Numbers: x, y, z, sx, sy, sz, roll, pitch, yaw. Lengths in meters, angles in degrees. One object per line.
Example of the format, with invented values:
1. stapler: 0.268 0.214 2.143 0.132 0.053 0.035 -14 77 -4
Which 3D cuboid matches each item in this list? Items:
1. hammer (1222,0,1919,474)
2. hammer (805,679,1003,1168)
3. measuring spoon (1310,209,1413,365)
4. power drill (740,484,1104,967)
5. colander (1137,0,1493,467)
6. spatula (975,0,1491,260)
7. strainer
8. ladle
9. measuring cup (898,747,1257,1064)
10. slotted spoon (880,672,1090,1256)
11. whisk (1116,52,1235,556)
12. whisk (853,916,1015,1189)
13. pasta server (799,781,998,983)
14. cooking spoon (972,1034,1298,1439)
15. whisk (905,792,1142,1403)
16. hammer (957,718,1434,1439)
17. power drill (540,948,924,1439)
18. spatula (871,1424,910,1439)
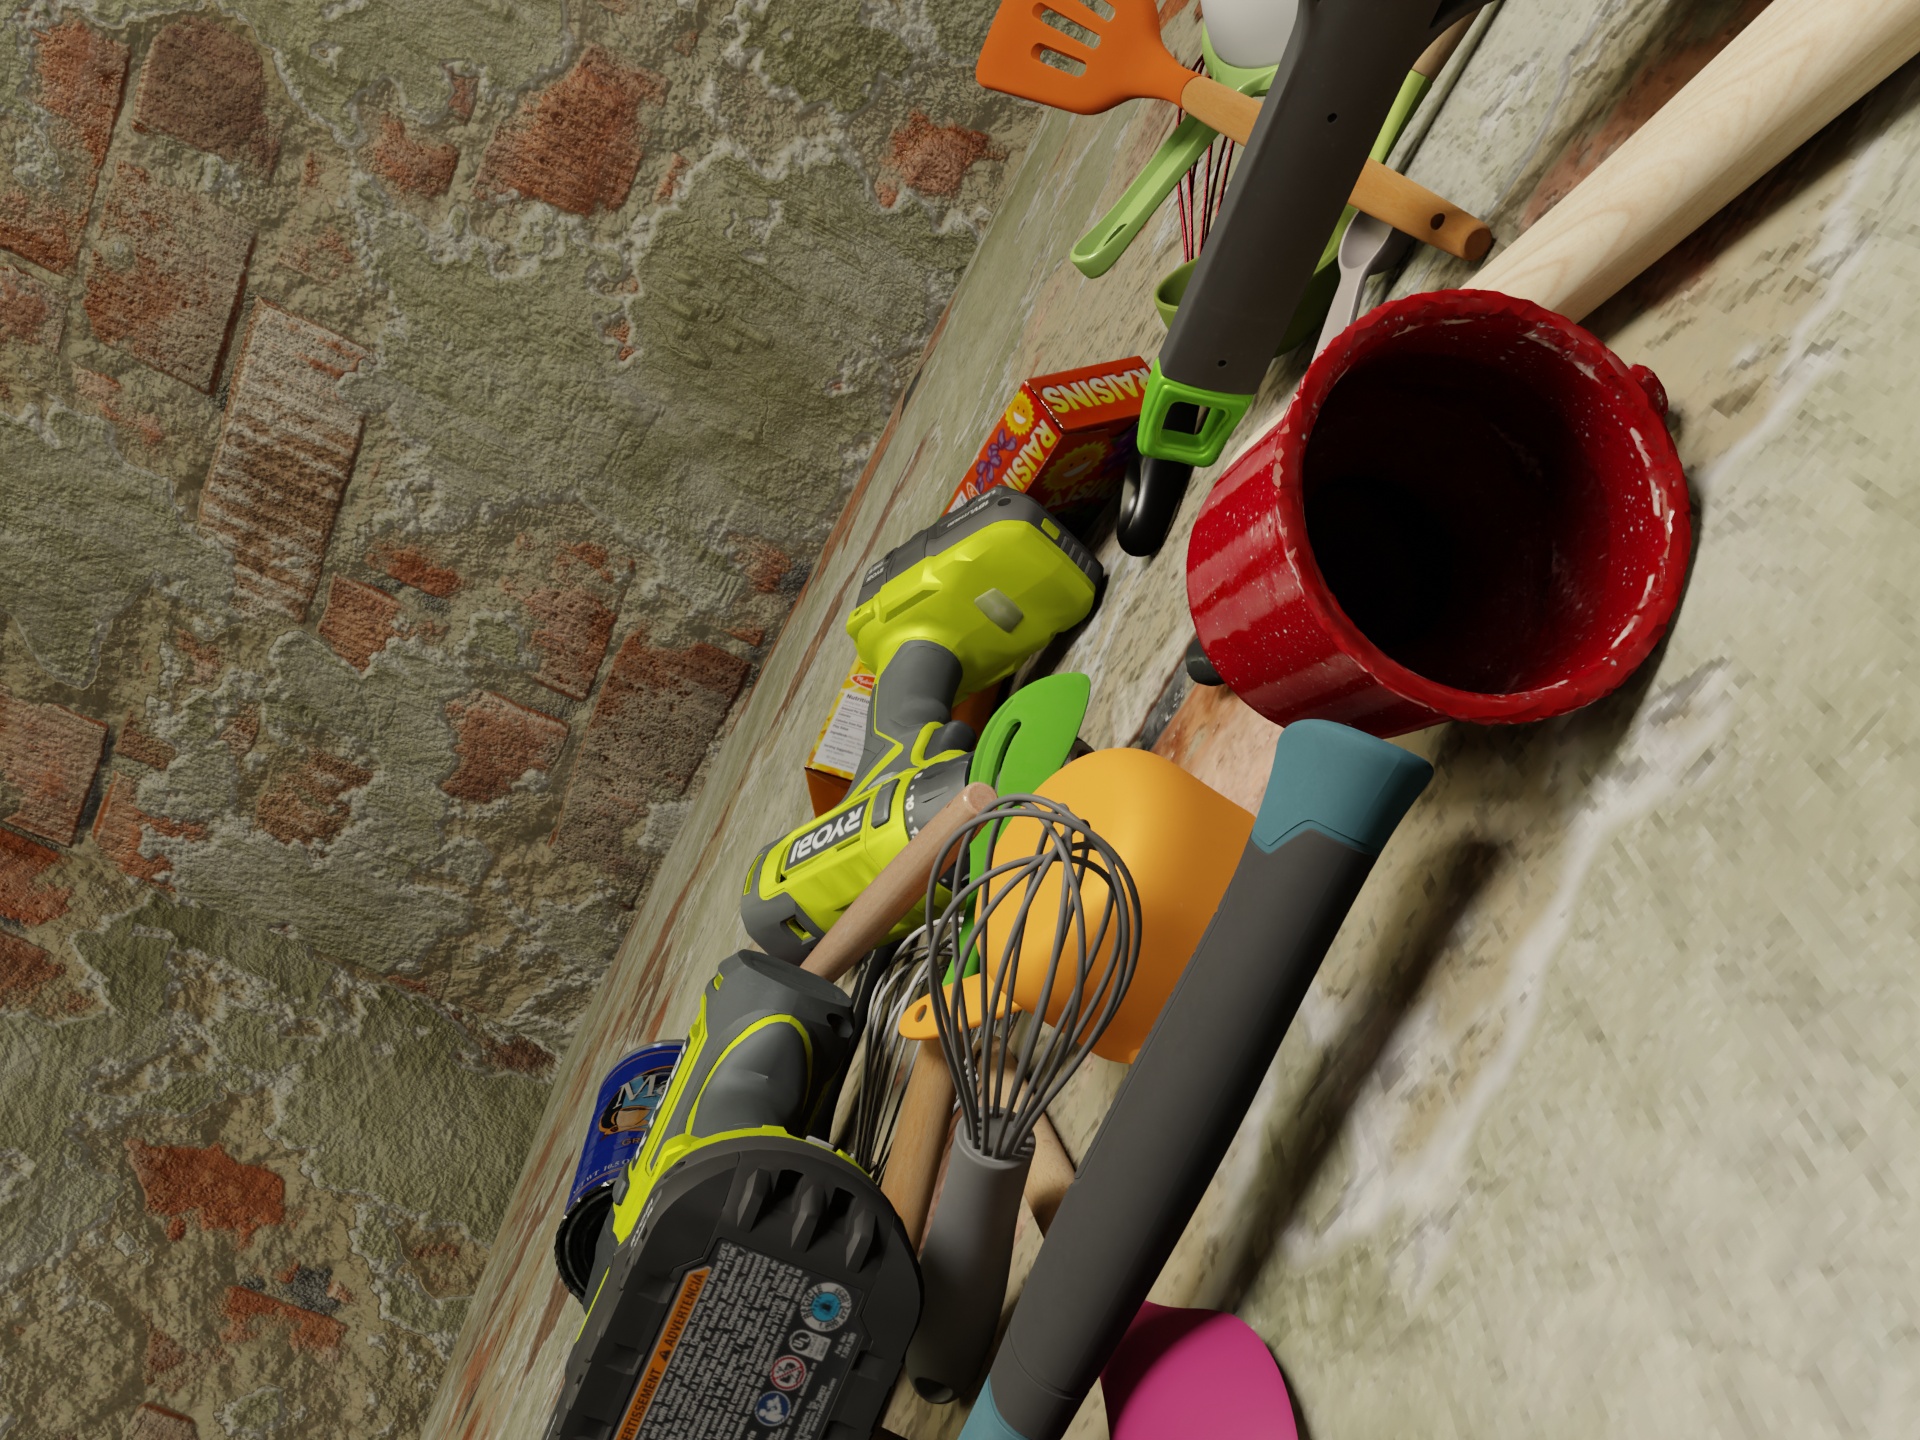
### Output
1. hammer: 0.166 -0.122 0.384 0.410 0.038 0.146 -43 26 64
2. hammer: -0.028 0.084 0.838 0.127 0.034 0.337 -46 22 61
3. measuring spoon: 0.143 -0.136 0.588 0.034 0.018 0.124 13 84 69
4. power drill: -0.001 -0.002 0.742 0.190 0.080 0.229 -29 32 37
5. colander: 0.127 -0.200 0.418 0.396 0.204 0.095 110 164 -46
6. spatula: 0.098 -0.244 0.627 0.081 0.041 0.323 -60 37 21
7. strainer: 0.120 -0.315 0.701 0.256 0.069 0.152 -51 36 5
8. ladle: 0.181 -0.278 0.608 0.320 0.062 0.078 -59 24 17
9. measuring cup: 0.018 0.067 0.504 0.173 0.052 0.095 -30 35 43
10. slotted spoon: -0.008 0.129 0.580 0.070 0.031 0.314 170 116 -72
11. whisk: 0.119 -0.215 0.763 0.073 0.073 0.296 150 137 -72
12. whisk: -0.038 0.195 0.633 0.057 0.059 0.246 21 -90 -63
13. pasta server: -0.045 0.101 0.651 0.060 0.040 0.316 -60 6 -36
14. cooking spoon: 0.033 0.150 0.450 0.319 0.017 0.069 -133 66 -78
15. whisk: 0.006 0.117 0.443 0.055 0.055 0.238 -82 1 -56
16. hammer: 0.021 0.149 0.377 0.128 0.033 0.331 -115 50 -76
17. power drill: -0.083 0.180 0.515 0.171 0.080 0.223 -66 10 0
18. spatula: -0.068 0.246 0.580 0.317 0.044 0.082 -19 58 58
